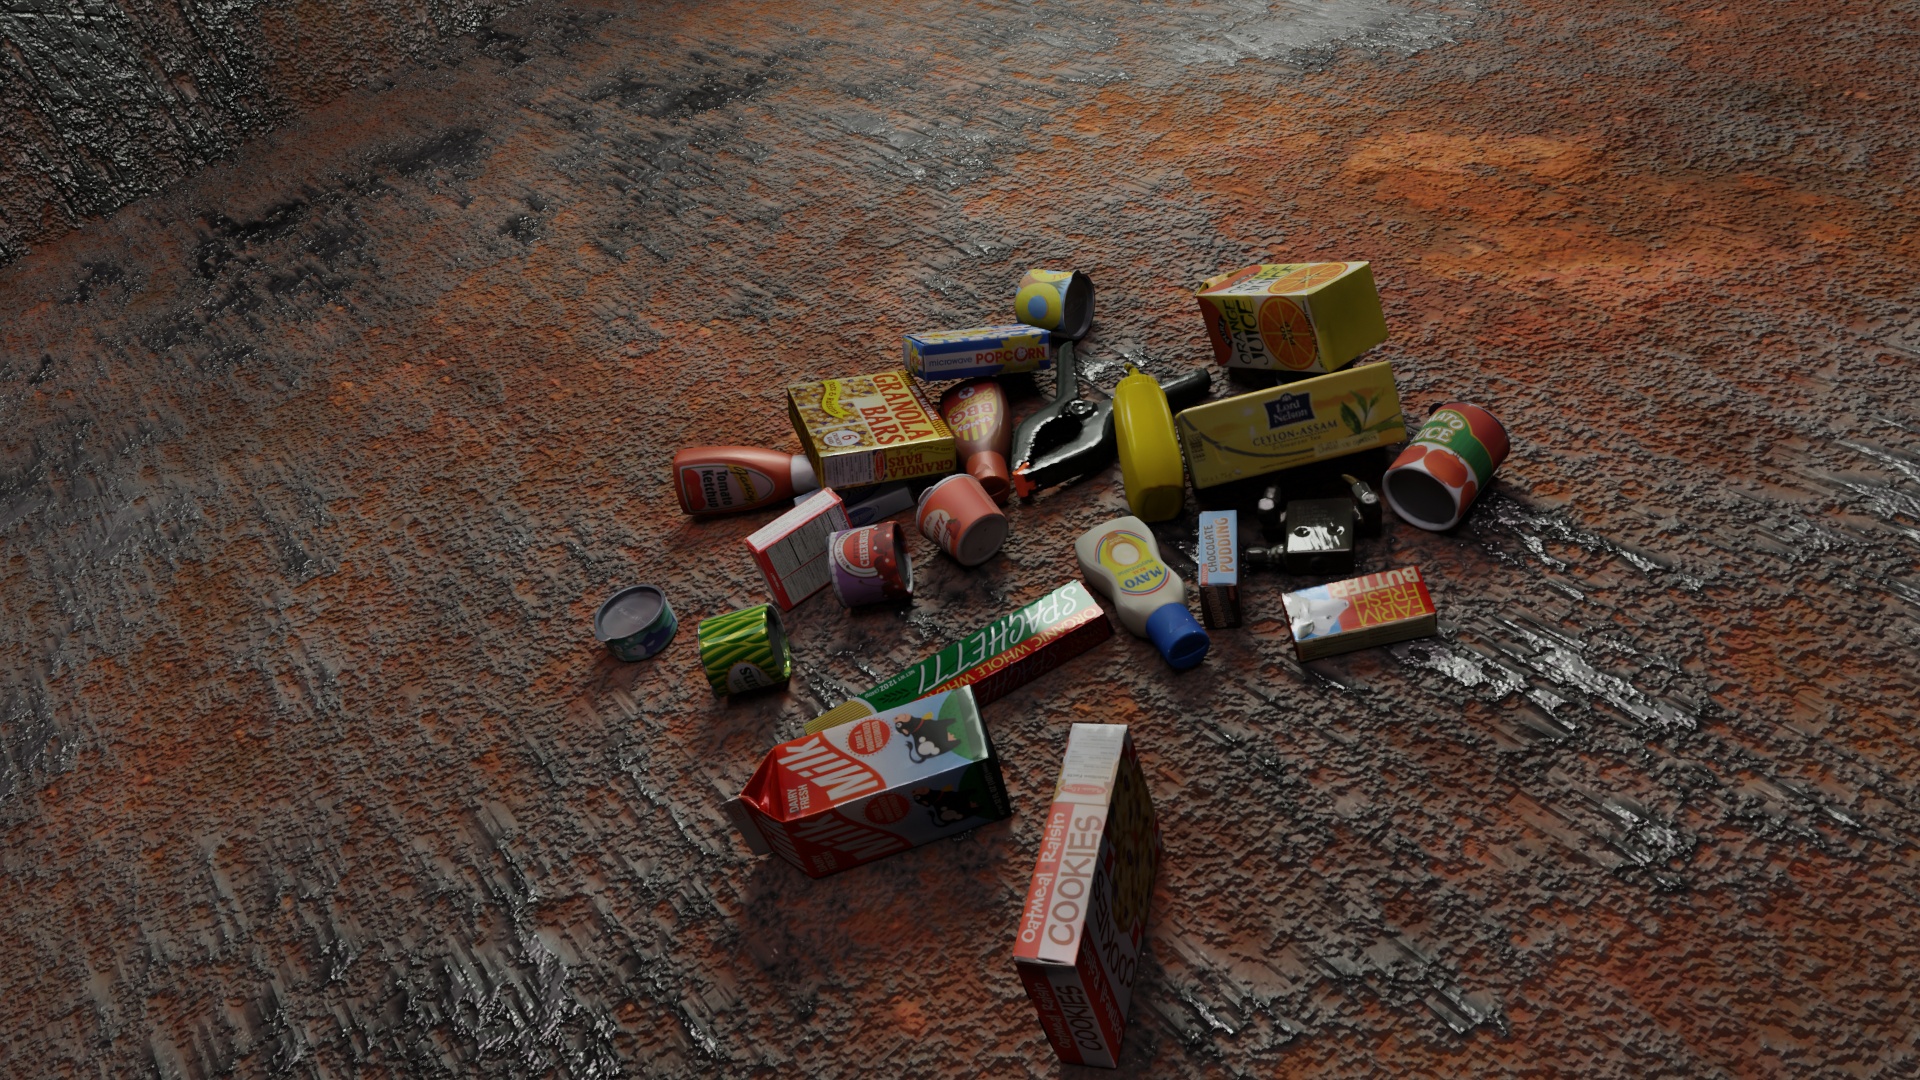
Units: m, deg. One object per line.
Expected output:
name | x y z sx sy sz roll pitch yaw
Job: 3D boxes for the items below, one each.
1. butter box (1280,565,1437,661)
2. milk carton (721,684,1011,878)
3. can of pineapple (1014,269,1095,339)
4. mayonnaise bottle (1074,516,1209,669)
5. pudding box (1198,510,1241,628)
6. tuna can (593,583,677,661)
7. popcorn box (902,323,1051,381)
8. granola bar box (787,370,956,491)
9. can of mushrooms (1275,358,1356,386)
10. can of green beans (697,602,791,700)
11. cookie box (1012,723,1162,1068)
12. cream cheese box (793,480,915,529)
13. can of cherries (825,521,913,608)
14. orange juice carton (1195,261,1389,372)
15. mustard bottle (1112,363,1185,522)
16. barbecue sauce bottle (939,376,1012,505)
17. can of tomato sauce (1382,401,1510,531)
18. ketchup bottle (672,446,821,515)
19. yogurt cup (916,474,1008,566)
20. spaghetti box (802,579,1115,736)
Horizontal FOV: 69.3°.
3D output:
butter box | 0.294 0.054 1.026 0.103 0.024 0.053 -13 42 8
milk carton | -0.068 0.178 0.991 0.191 0.072 0.074 -18 41 1
can of pineapple | 0.095 -0.239 1.391 0.058 0.070 0.071 12 49 31
mayonnaise bottle | 0.145 0.040 1.084 0.065 0.041 0.149 -23 40 -7
pudding box | 0.202 0.021 1.078 0.030 0.049 0.084 -4 43 15
tuna can | -0.286 0.074 1.219 0.071 0.032 0.071 -11 41 10
popcorn box | 0.015 -0.181 1.334 0.127 0.038 0.085 -8 14 -14
granola bar box | -0.086 -0.105 1.297 0.124 0.038 0.166 -10 31 -13
can of mushrooms | 0.315 -0.138 1.222 0.071 0.033 0.071 -11 41 10
can of green beans | -0.176 0.089 1.134 0.058 0.071 0.071 -14 41 5
cookie box | 0.081 0.216 0.853 0.040 0.122 0.168 -1 44 22
cream cheese box | -0.098 -0.036 1.274 0.104 0.024 0.053 -23 41 -4
can of cherries | -0.076 0.019 1.170 0.058 0.071 0.072 -11 41 9
orange juice carton | 0.278 -0.199 1.229 0.073 0.071 0.193 -29 21 -21
mustard bottle | 0.158 -0.094 1.189 0.049 0.065 0.161 -3 56 -3
barbecue sauce bottle | 0.019 -0.090 1.275 0.065 0.043 0.149 -19 41 9
can of tomato sauce | 0.377 -0.059 1.084 0.071 0.071 0.083 22 55 38
ketchup bottle | -0.193 -0.060 1.312 0.149 0.064 0.044 -4 29 5
yogurt cup | 0.004 -0.015 1.184 0.072 0.072 0.054 -33 50 -15
spaghetti box | -0.001 0.108 1.076 0.250 0.028 0.050 -28 42 -9
